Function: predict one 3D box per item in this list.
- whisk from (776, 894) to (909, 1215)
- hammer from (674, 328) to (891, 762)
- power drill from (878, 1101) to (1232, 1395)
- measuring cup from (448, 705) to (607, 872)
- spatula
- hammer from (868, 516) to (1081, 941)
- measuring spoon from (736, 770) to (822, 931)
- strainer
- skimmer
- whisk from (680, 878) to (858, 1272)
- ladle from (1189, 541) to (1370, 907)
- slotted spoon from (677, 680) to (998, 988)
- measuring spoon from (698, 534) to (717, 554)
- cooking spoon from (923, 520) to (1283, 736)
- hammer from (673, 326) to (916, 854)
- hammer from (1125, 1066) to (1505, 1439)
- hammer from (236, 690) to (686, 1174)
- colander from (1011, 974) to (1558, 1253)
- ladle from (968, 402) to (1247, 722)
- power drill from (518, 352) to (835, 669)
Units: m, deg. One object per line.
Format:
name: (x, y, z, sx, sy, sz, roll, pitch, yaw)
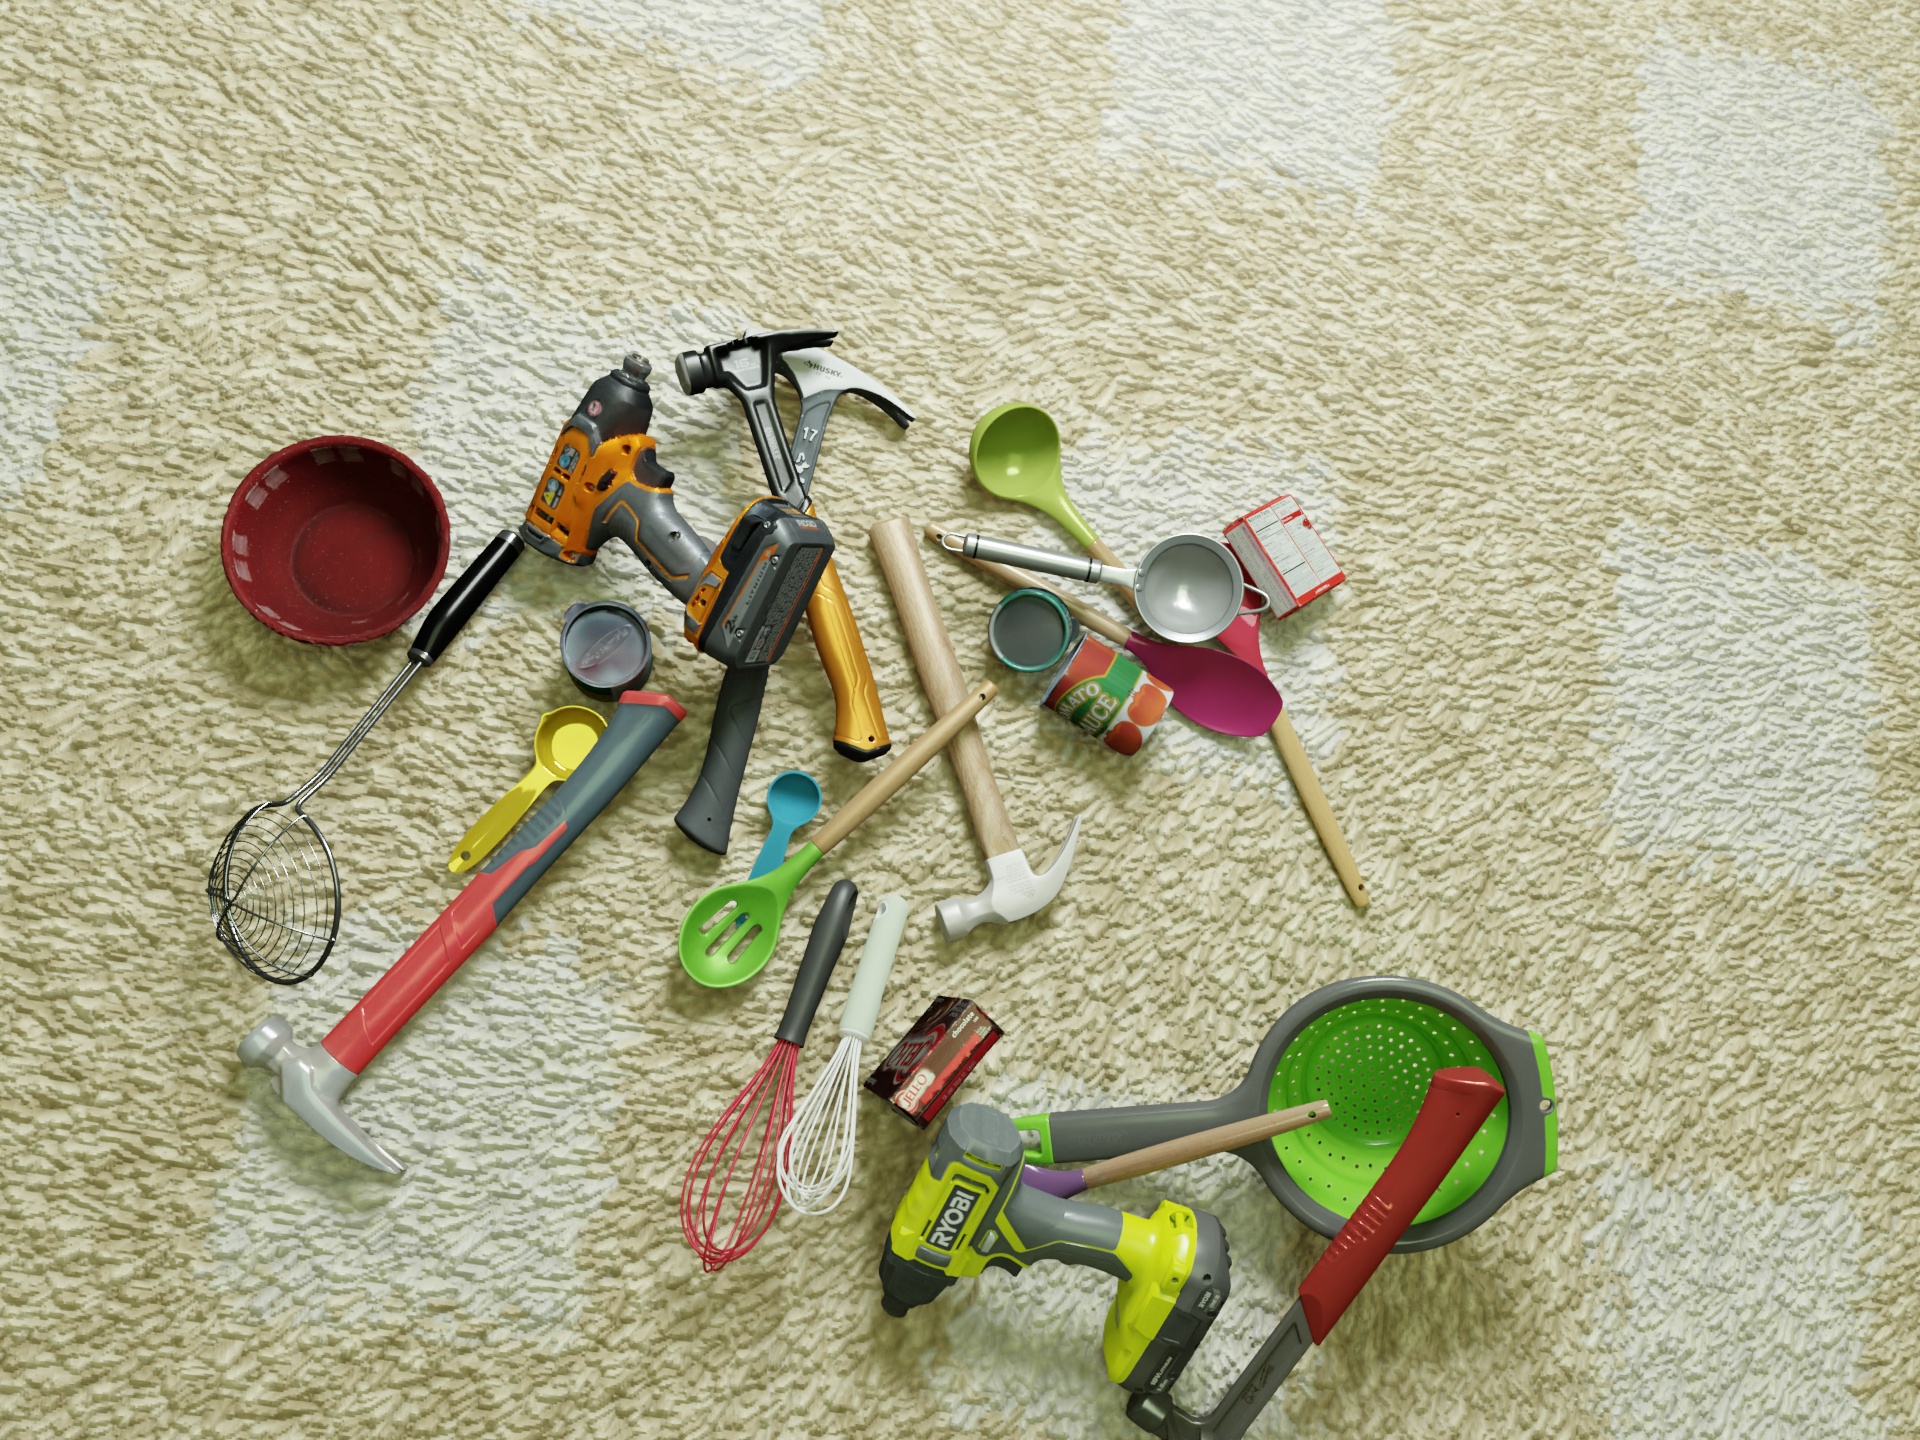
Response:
whisk: (-0.079, 0.236, 1.149, 0.059, 0.058, 0.246, 32, 56, -23)
hammer: (-0.110, -0.133, 1.215, 0.127, 0.034, 0.337, -17, 88, -18)
power drill: (0.061, 0.382, 1.125, 0.223, 0.080, 0.171, 23, 109, -6)
measuring cup: (-0.322, 0.054, 1.187, 0.062, 0.029, 0.156, 43, 84, -1)
spatula: (0.114, 0.323, 1.154, 0.316, 0.018, 0.060, -18, 84, 7)
hammer: (-0.002, -0.004, 1.243, 0.130, 0.031, 0.331, -17, 81, -12)
measuring spoon: (-0.143, 0.100, 1.210, 0.042, 0.021, 0.128, 22, 85, -9)
strainer: (0.111, -0.116, 1.241, 0.258, 0.050, 0.087, 12, 89, -4)
skimmer: (-0.418, 0.018, 1.166, 0.127, 0.090, 0.363, 14, 60, 30)
whisk: (-0.132, 0.253, 1.157, 0.073, 0.073, 0.296, 21, 71, -4)
ladle: (0.261, 0.004, 1.286, 0.069, 0.031, 0.315, -21, 84, -23)
slotted spoon: (-0.087, 0.080, 1.194, 0.314, 0.031, 0.070, -43, 97, -9)
measuring spoon: (-0.237, -0.162, 1.245, 0.124, 0.018, 0.034, 46, 75, 0)
cooking spoon: (0.112, -0.078, 1.272, 0.319, 0.068, 0.017, 29, 32, 3)
hammer: (-0.146, -0.097, 1.234, 0.149, 0.036, 0.409, 16, 78, -14)
hammer: (0.277, 0.402, 1.133, 0.149, 0.037, 0.359, 34, 98, 3)
hammer: (-0.326, 0.137, 1.140, 0.143, 0.038, 0.386, 42, 81, 0)
colander: (0.233, 0.290, 1.197, 0.397, 0.094, 0.204, -6, 94, 8)
ladle: (0.124, -0.123, 1.277, 0.078, 0.062, 0.320, -41, 90, 0)
power drill: (-0.207, -0.155, 1.164, 0.227, 0.084, 0.164, 33, 107, 18)
